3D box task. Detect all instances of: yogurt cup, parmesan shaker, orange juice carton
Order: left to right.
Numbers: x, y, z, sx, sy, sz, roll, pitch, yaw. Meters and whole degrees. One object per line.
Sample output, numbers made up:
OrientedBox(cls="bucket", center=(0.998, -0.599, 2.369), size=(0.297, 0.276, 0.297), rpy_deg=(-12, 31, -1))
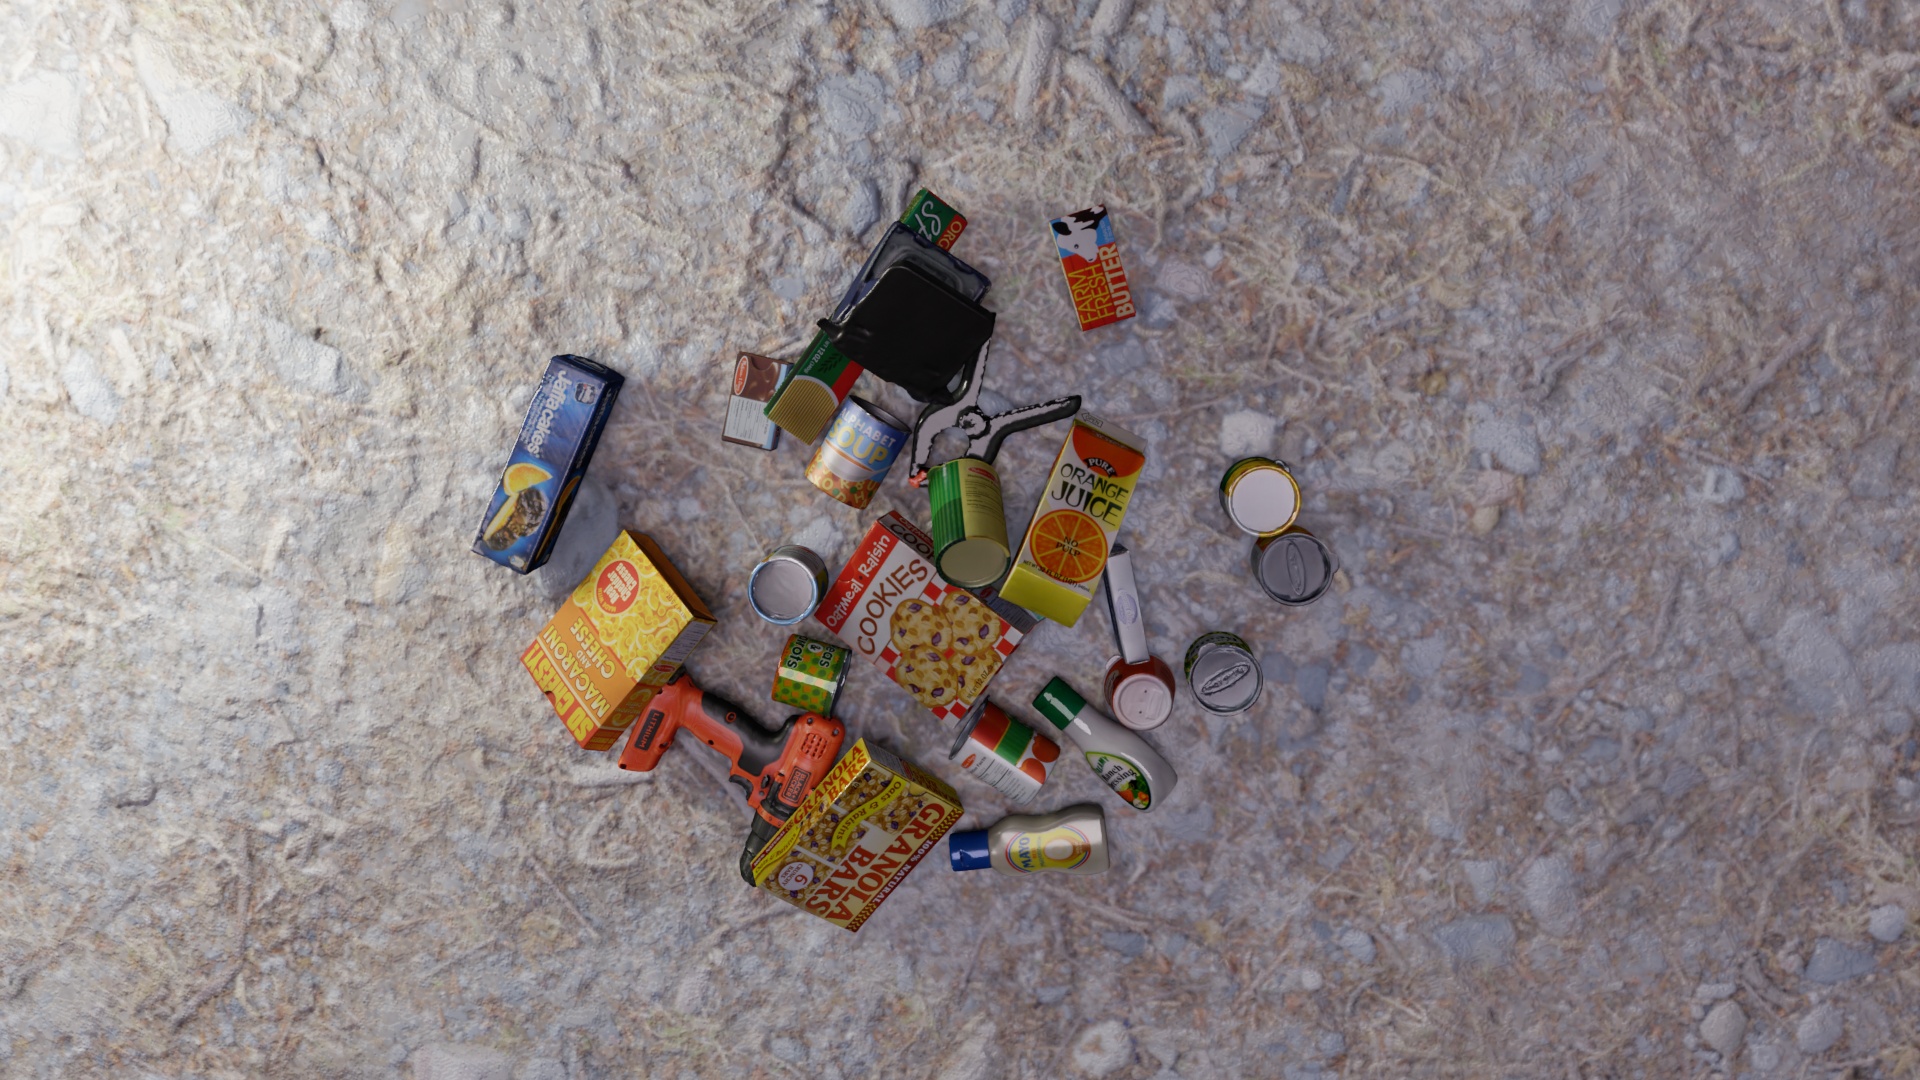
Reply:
OrientedBox(cls="parmesan shaker", center=(0.004, -0.015, 1.222), size=(0.071, 0.103, 0.071), rpy_deg=(-3, 133, -3))
OrientedBox(cls="orange juice carton", center=(0.105, -0.028, 1.221), size=(0.072, 0.072, 0.193), rpy_deg=(24, 63, 0))
OrientedBox(cls="yogurt cup", center=(0.166, 0.141, 1.276), size=(0.072, 0.054, 0.072), rpy_deg=(1, 99, 3))

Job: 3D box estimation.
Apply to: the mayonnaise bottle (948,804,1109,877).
OrientedBox(cls="mayonnaise bottle", center=(0.065, 0.288, 1.312), size=(0.148, 0.041, 0.064), rpy_deg=(-7, 100, 4))

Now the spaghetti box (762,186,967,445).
OrientedBox(cls="spaghetti box", center=(-0.085, -0.199, 1.239), size=(0.050, 0.029, 0.250), rpy_deg=(34, 95, -22))

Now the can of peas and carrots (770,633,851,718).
OrientedBox(cls="can of peas and carrots", center=(-0.138, 0.123, 1.288), size=(0.059, 0.071, 0.070), rpy_deg=(16, 100, 2))

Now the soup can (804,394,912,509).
OrientedBox(cls="soup can", center=(-0.093, -0.079, 1.252), size=(0.071, 0.071, 0.083), rpy_deg=(31, 100, -1))

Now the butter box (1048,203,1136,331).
OrientedBox(cls="butter box", center=(0.118, -0.242, 1.237), size=(0.053, 0.024, 0.103), rpy_deg=(-17, 97, 7))

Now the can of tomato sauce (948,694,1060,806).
OrientedBox(cls="can of tomato sauce", center=(0.042, 0.195, 1.289), size=(0.083, 0.071, 0.071), rpy_deg=(33, 100, -2))

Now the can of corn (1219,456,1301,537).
OrientedBox(cls="can of corn", center=(0.269, -0.041, 1.239), size=(0.071, 0.058, 0.071), rpy_deg=(1, 99, 4))

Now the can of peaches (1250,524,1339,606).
OrientedBox(cls="can of peaches", center=(0.299, 0.021, 1.247), size=(0.071, 0.058, 0.071), rpy_deg=(1, 98, 4))

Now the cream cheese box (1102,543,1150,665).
OrientedBox(cls="cream cheese box", center=(0.148, 0.057, 1.265), size=(0.024, 0.053, 0.103), rpy_deg=(-12, 98, -1))

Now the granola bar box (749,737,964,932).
OrientedBox(cls="granola bar box", center=(-0.095, 0.278, 1.297), size=(0.124, 0.039, 0.165), rpy_deg=(35, 101, -31))

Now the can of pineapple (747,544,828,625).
OrientedBox(cls="can of pineapple", center=(-0.159, 0.043, 1.282), size=(0.071, 0.058, 0.071), rpy_deg=(1, 99, 4))

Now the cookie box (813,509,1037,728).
OrientedBox(cls="cookie box", center=(-0.034, 0.071, 1.257), size=(0.167, 0.040, 0.122), rpy_deg=(38, 116, 8))

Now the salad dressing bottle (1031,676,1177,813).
OrientedBox(cls="salad dressing bottle", center=(0.132, 0.187, 1.287), size=(0.148, 0.044, 0.064), rpy_deg=(42, 144, 4))

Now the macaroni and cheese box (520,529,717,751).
OrientedBox(cls="macaroni and cheese box", center=(-0.319, 0.092, 1.283), size=(0.166, 0.040, 0.124), rpy_deg=(-49, 62, 9))

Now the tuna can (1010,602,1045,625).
OrientedBox(cls="tuna can", center=(0.078, 0.044, 1.262), size=(0.071, 0.071, 0.033), rpy_deg=(-40, 94, 9))

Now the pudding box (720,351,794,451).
OrientedBox(cls="pudding box", center=(-0.185, -0.128, 1.272), size=(0.050, 0.030, 0.083), rpy_deg=(13, 99, 3))

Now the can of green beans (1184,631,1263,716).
OrientedBox(cls="can of green beans", center=(0.239, 0.121, 1.266), size=(0.071, 0.058, 0.071), rpy_deg=(1, 99, 4))
